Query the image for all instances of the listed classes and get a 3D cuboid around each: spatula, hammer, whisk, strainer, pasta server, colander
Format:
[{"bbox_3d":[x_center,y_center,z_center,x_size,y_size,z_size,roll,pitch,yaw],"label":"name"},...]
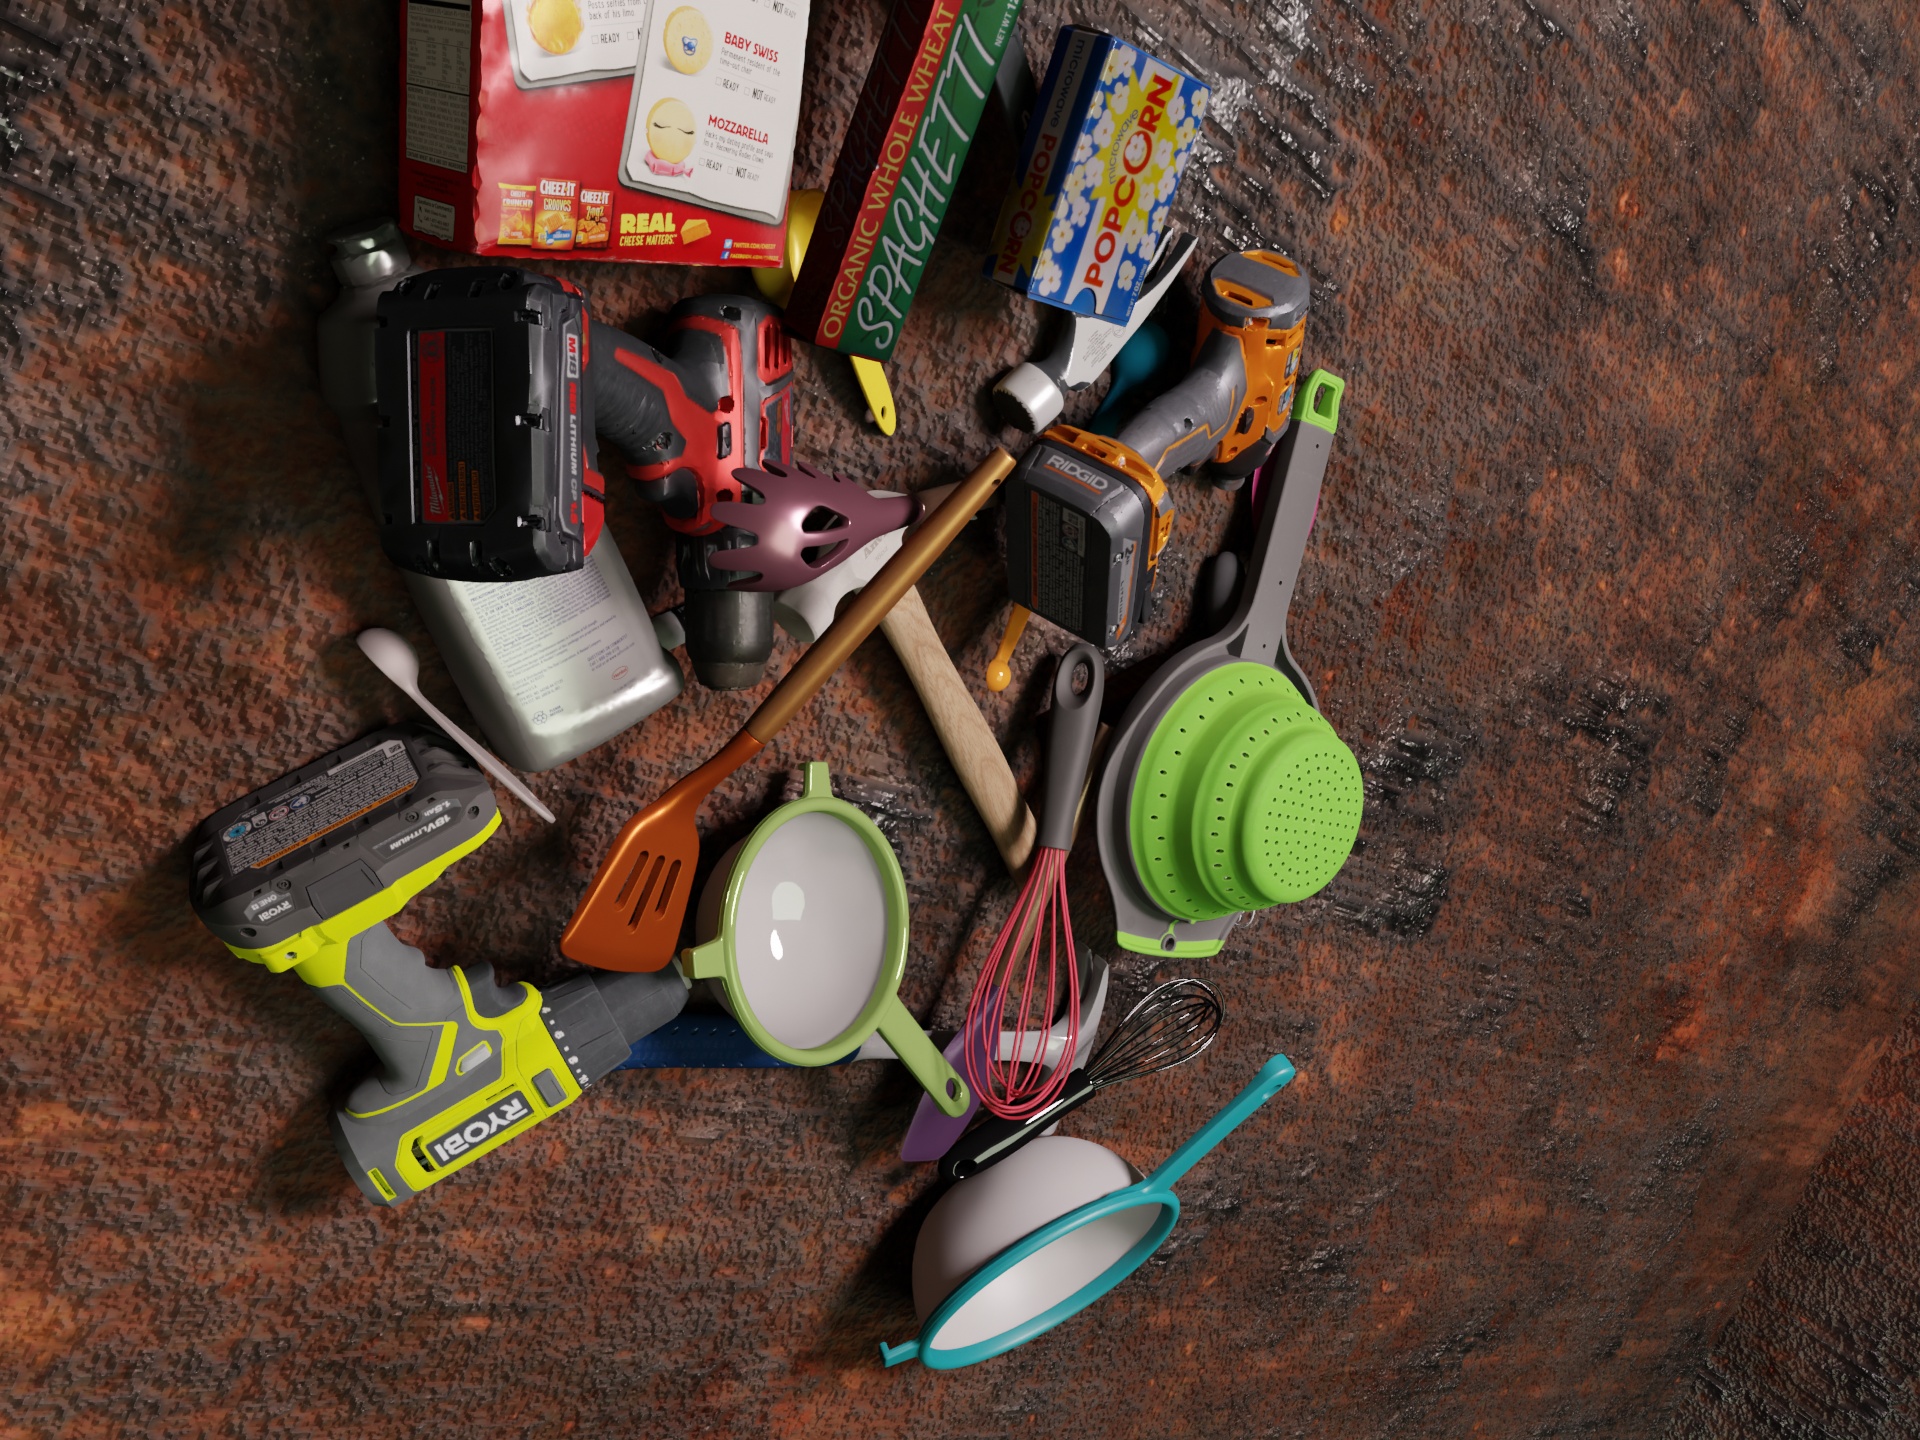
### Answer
[{"bbox_3d":[0.036,0.147,1.029,0.059,0.018,0.316,12,103,-46],"label":"spatula"},{"bbox_3d":[-0.080,-0.005,0.780,0.322,0.041,0.081,-47,148,10],"label":"spatula"},{"bbox_3d":[0.024,-0.329,0.768,0.149,0.036,0.408,-45,142,-14],"label":"hammer"},{"bbox_3d":[-0.002,-0.003,0.947,0.130,0.031,0.331,-54,140,-24],"label":"hammer"},{"bbox_3d":[0.052,0.097,0.978,0.073,0.073,0.296,14,83,-42],"label":"whisk"},{"bbox_3d":[-0.059,0.202,1.019,0.405,0.035,0.144,11,105,-41],"label":"hammer"},{"bbox_3d":[-0.077,0.155,0.940,0.256,0.069,0.152,57,47,-34],"label":"strainer"},{"bbox_3d":[0.086,0.250,1.104,0.239,0.055,0.055,-29,128,-18],"label":"whisk"},{"bbox_3d":[0.187,0.019,1.106,0.070,0.070,0.284,-20,119,-30],"label":"whisk"},{"bbox_3d":[0.086,0.319,1.114,0.340,0.095,0.210,-46,146,17],"label":"strainer"},{"bbox_3d":[-0.019,-0.113,0.816,0.316,0.040,0.060,-26,126,-59],"label":"pasta server"},{"bbox_3d":[0.210,-0.026,1.018,0.204,0.095,0.397,11,95,-40],"label":"colander"}]

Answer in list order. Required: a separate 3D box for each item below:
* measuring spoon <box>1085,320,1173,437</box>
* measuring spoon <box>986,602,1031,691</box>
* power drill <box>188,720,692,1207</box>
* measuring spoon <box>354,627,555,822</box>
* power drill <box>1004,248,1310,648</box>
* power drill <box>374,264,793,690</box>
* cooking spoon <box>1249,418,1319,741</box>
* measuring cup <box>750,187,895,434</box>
[{"bbox_3d":[0.093,-0.177,0.950,0.042,0.021,0.128,24,95,-43],"label":"measuring spoon"},{"bbox_3d":[0.041,-0.067,0.945,0.117,0.011,0.021,-67,148,-22],"label":"measuring spoon"},{"bbox_3d":[-0.249,0.118,0.788,0.190,0.080,0.228,-29,129,-16],"label":"power drill"},{"bbox_3d":[-0.230,0.000,0.740,0.124,0.034,0.018,45,84,-7],"label":"measuring spoon"},{"bbox_3d":[0.121,-0.148,0.923,0.226,0.084,0.164,-48,155,-27],"label":"power drill"},{"bbox_3d":[-0.144,-0.099,0.696,0.226,0.080,0.188,-15,108,-65],"label":"power drill"},{"bbox_3d":[0.212,-0.056,1.112,0.068,0.017,0.318,-18,122,-35],"label":"cooking spoon"},{"bbox_3d":[-0.068,-0.201,0.810,0.156,0.029,0.062,64,39,-53],"label":"measuring cup"}]
